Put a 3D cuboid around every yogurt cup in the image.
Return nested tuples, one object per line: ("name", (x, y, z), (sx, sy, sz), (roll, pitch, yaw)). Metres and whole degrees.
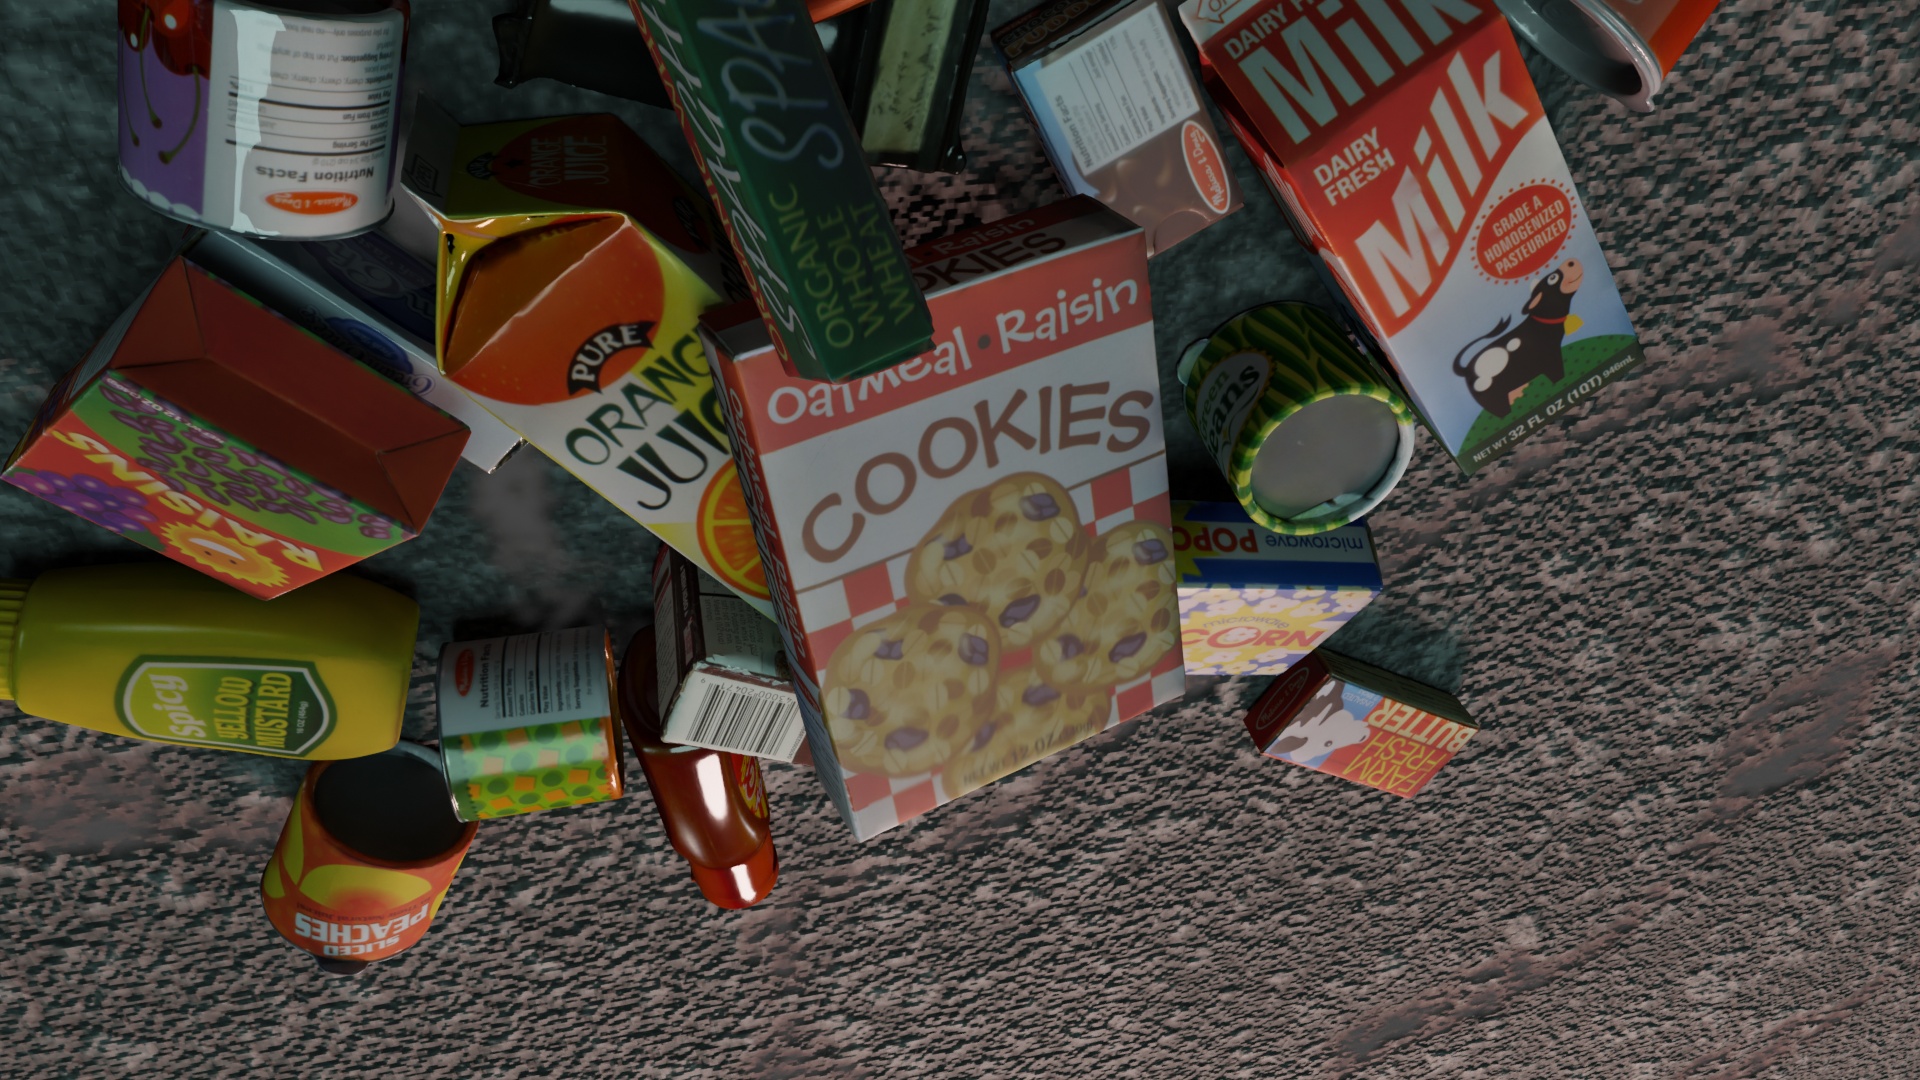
("yogurt cup", (0.200, -0.175, 0.419), (0.072, 0.072, 0.054), (30, 107, -33))

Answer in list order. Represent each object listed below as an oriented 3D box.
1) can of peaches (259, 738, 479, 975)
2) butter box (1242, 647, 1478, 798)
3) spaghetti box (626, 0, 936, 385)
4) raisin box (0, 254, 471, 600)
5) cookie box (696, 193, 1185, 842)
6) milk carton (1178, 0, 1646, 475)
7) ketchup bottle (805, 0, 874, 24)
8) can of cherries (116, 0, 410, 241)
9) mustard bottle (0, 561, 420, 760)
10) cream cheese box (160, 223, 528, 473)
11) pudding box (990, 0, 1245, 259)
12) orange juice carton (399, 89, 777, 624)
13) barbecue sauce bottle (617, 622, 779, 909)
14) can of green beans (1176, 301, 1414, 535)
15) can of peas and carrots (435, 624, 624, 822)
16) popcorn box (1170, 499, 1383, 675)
("can of peaches", (-0.226, 0.120, 0.533), (0.071, 0.071, 0.057), (18, 120, -27))
("butter box", (0.189, 0.086, 0.651), (0.103, 0.024, 0.053), (20, 120, -28))
("spaghetti box", (-0.068, -0.151, 0.302), (0.029, 0.050, 0.249), (-26, 105, -14))
("raisin box", (-0.212, -0.026, 0.401), (0.123, 0.040, 0.086), (-15, 141, 44))
("cookie box", (0.002, -0.005, 0.421), (0.123, 0.040, 0.166), (-21, 122, -18))
("milk carton", (0.142, -0.115, 0.443), (0.072, 0.074, 0.190), (-34, 128, 12))
("ketchup bottle", (-0.047, -0.197, 0.316), (0.064, 0.044, 0.148), (-5, 115, 40))
("can of cherries", (-0.180, -0.118, 0.357), (0.071, 0.072, 0.058), (7, 123, -20))
("mustard bottle", (-0.271, 0.038, 0.469), (0.160, 0.049, 0.065), (7, 127, -21))
("cream cheese box", (-0.173, -0.067, 0.408), (0.024, 0.053, 0.103), (-40, 128, 19))
("pudding box", (0.050, -0.130, 0.434), (0.049, 0.030, 0.083), (-30, 130, 8))
("orange juice carton", (-0.090, -0.058, 0.427), (0.073, 0.072, 0.192), (-37, 128, 14))
("barbecue sauce bottle", (-0.101, 0.098, 0.558), (0.044, 0.065, 0.147), (-9, 139, -6))
("can of green beans", (0.122, -0.044, 0.505), (0.071, 0.058, 0.071), (-8, 129, -9))
("can of peas and carrots", (-0.157, 0.068, 0.514), (0.059, 0.071, 0.070), (-7, 129, -11))
("popcorn box", (0.086, 0.020, 0.541), (0.127, 0.038, 0.084), (2, 153, -17))
